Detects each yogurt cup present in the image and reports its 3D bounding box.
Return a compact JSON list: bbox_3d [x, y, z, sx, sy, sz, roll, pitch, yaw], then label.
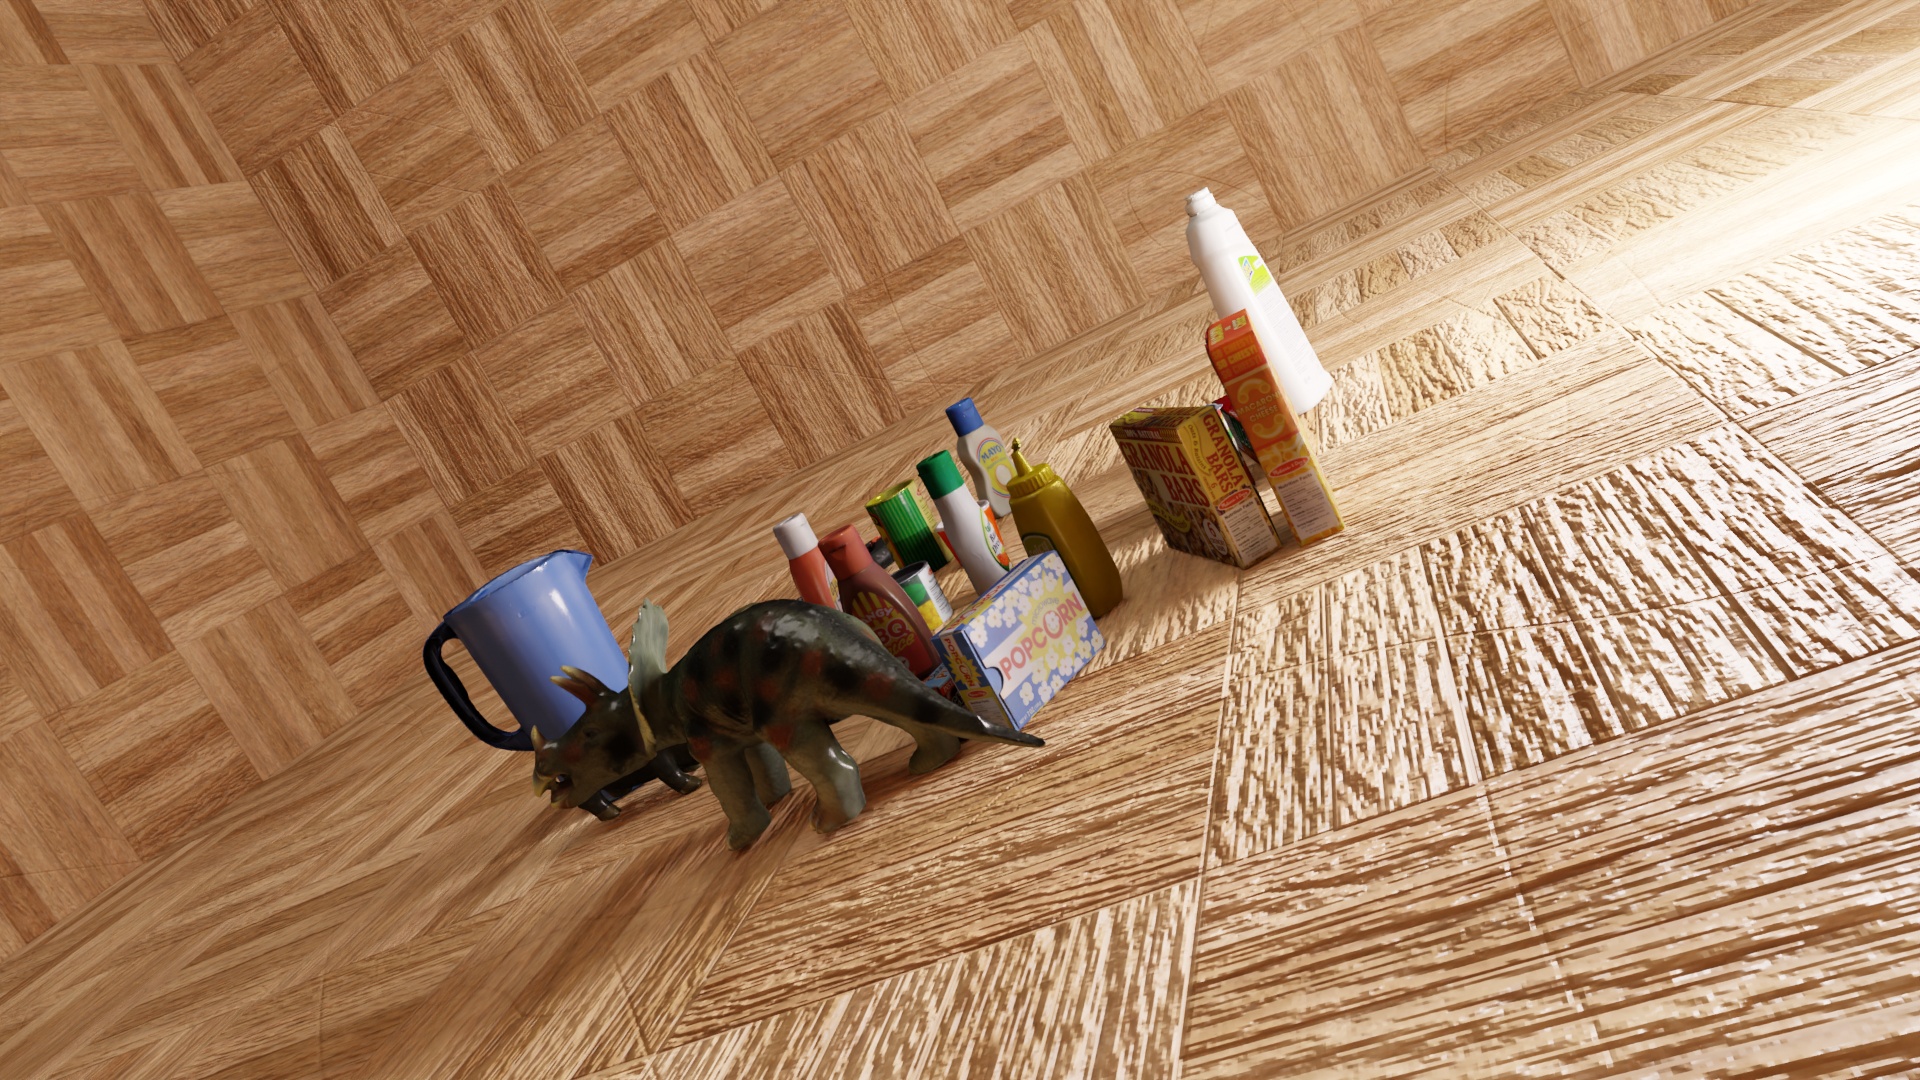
[{"bbox_3d":[0.012,-0.007,1.556,0.072,0.054,0.072,-27,11,6],"label":"yogurt cup"}]

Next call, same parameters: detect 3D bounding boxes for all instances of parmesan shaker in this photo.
[{"bbox_3d":[-0.060,-0.011,1.620,0.071,0.103,0.071,-27,10,6],"label":"parmesan shaker"}]

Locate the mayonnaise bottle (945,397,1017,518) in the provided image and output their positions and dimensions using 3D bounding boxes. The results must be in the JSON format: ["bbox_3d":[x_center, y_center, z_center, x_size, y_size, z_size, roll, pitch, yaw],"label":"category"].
[{"bbox_3d":[0.030,-0.103,1.709,0.065,0.148,0.041,-33,11,-26],"label":"mayonnaise bottle"}]

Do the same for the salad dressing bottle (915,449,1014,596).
[{"bbox_3d":[0.005,-0.017,1.372,0.044,0.147,0.064,-26,11,14],"label":"salad dressing bottle"}]

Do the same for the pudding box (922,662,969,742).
[{"bbox_3d":[0.005,0.110,1.040,0.030,0.049,0.084,-20,13,39],"label":"pudding box"}]

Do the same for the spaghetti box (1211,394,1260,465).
[{"bbox_3d":[0.285,-0.104,1.344,0.028,0.050,0.251,-27,11,6],"label":"spaghetti box"}]

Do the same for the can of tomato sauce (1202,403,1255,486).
[{"bbox_3d":[0.224,-0.074,1.269,0.071,0.083,0.071,-27,10,6],"label":"can of tomato sauce"}]

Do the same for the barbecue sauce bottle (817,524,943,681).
[{"bbox_3d":[-0.075,0.058,1.215,0.065,0.148,0.044,-26,10,11],"label":"barbecue sauce bottle"}]

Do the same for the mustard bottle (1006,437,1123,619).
[{"bbox_3d":[0.075,-0.011,1.135,0.049,0.160,0.065,-35,12,-32],"label":"mustard bottle"}]

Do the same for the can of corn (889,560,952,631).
[{"bbox_3d":[-0.051,0.062,1.379,0.071,0.058,0.071,-27,11,6],"label":"can of corn"}]

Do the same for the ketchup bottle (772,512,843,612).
[{"bbox_3d":[-0.148,0.044,1.462,0.043,0.148,0.065,-24,11,23],"label":"ketchup bottle"}]

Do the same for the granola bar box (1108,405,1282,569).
[{"bbox_3d":[0.187,-0.047,1.125,0.039,0.124,0.165,-30,11,-8],"label":"granola bar box"}]

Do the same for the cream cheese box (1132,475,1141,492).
[{"bbox_3d":[0.190,-0.056,1.350,0.024,0.053,0.104,-25,11,14],"label":"cream cheese box"}]

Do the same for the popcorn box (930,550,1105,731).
[{"bbox_3d":[0.044,0.074,1.017,0.038,0.085,0.127,-18,15,44],"label":"popcorn box"}]

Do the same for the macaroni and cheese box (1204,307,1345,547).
[{"bbox_3d":[0.241,-0.090,1.078,0.040,0.166,0.124,-25,11,15],"label":"macaroni and cheese box"}]
